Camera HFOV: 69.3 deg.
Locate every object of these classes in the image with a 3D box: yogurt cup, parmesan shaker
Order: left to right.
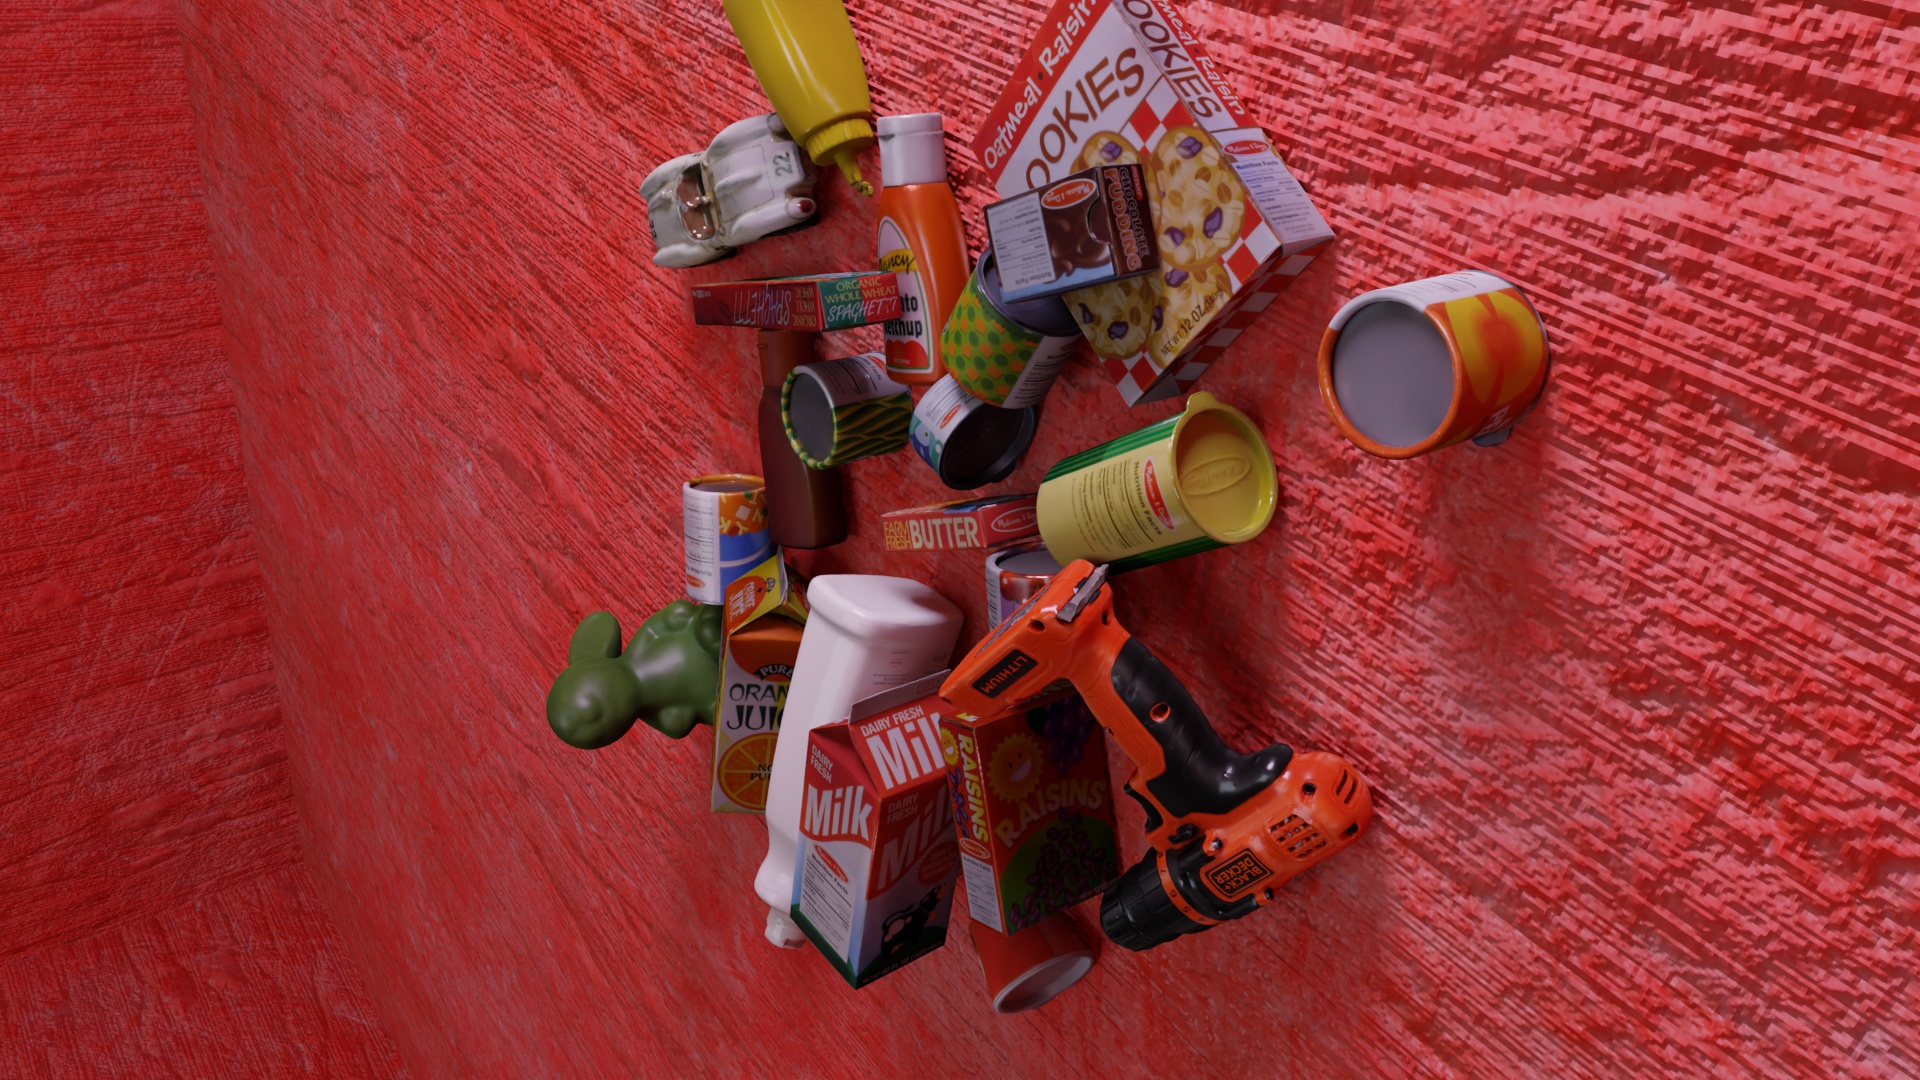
[{"bbox_3d":[0.040,0.248,0.847,0.054,0.072,0.072,59,143,32],"label":"yogurt cup"},{"bbox_3d":[0.092,-0.024,0.669,0.103,0.071,0.071,-19,88,55],"label":"parmesan shaker"}]

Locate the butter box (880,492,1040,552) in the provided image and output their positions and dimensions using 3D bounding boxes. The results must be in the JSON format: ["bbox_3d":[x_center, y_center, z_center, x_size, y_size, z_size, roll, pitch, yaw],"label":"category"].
[{"bbox_3d":[0.003,-0.010,0.804,0.103,0.053,0.024,-2,100,54],"label":"butter box"}]

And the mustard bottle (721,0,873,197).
[{"bbox_3d":[-0.088,-0.273,0.815,0.048,0.065,0.160,-22,89,50],"label":"mustard bottle"}]

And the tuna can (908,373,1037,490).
[{"bbox_3d":[0.008,-0.062,0.769,0.033,0.071,0.070,48,137,32],"label":"tuna can"}]

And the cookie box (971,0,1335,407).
[{"bbox_3d":[0.081,-0.166,0.649,0.168,0.040,0.122,61,143,17],"label":"cookie box"}]

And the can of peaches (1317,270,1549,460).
[{"bbox_3d":[0.182,-0.066,0.537,0.071,0.058,0.071,24,121,47],"label":"can of peaches"}]

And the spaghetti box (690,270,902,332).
[{"bbox_3d":[-0.108,-0.148,0.862,0.250,0.050,0.028,19,118,62],"label":"spaghetti box"}]

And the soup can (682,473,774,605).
[{"bbox_3d":[-0.168,-0.003,1.026,0.071,0.071,0.083,20,114,48],"label":"soup can"}]

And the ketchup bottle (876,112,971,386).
[{"bbox_3d":[-0.022,-0.164,0.785,0.065,0.044,0.148,16,115,53],"label":"ketchup bottle"}]

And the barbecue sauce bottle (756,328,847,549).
[{"bbox_3d":[-0.111,-0.071,0.942,0.065,0.044,0.148,11,112,50],"label":"barbecue sauce bottle"}]

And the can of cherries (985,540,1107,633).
[{"bbox_3d":[0.050,0.036,0.751,0.071,0.072,0.058,16,115,50],"label":"can of cherries"}]

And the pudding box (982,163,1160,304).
[{"bbox_3d":[0.050,-0.140,0.640,0.083,0.030,0.049,-3,101,53],"label":"pudding box"}]

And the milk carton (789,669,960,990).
[{"bbox_3d":[-0.045,0.162,0.819,0.073,0.072,0.189,36,129,39],"label":"milk carton"}]

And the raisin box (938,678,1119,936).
[{"bbox_3d":[0.040,0.148,0.787,0.040,0.086,0.123,8,110,57],"label":"raisin box"}]

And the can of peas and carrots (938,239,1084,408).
[{"bbox_3d":[0.027,-0.113,0.719,0.071,0.071,0.058,57,142,22],"label":"can of peas and carrots"}]

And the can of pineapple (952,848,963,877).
[{"bbox_3d":[0.001,0.173,0.874,0.071,0.058,0.070,24,122,46],"label":"can of pineapple"}]

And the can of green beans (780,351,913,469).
[{"bbox_3d":[-0.072,-0.082,0.871,0.071,0.058,0.071,25,123,47],"label":"can of green beans"}]

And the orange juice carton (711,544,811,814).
[{"bbox_3d":[-0.135,0.098,0.991,0.072,0.073,0.191,-109,26,-61],"label":"orange juice carton"}]
